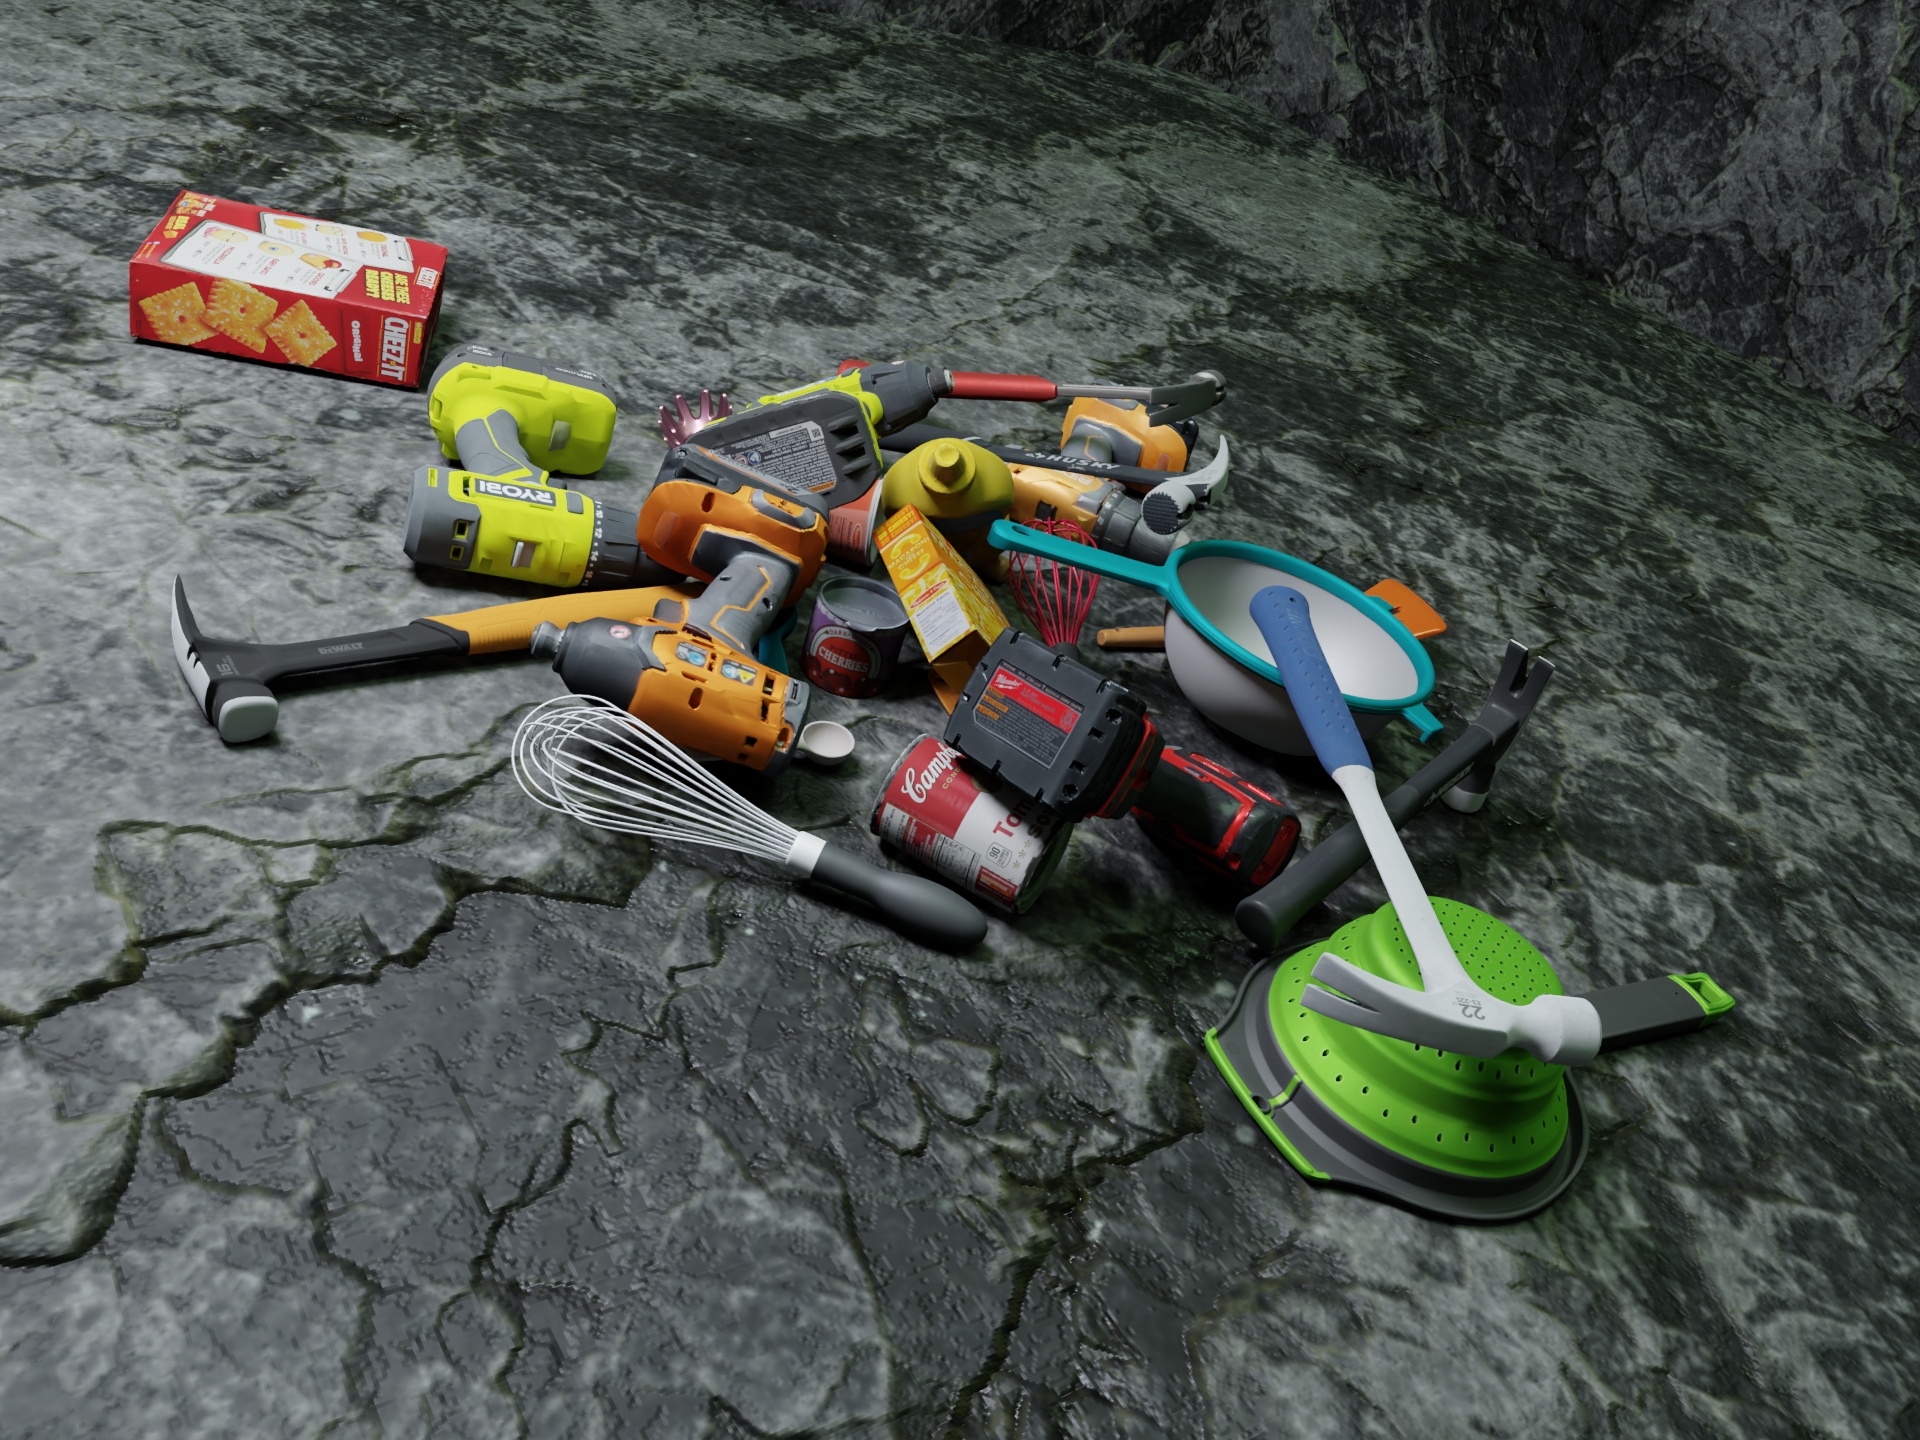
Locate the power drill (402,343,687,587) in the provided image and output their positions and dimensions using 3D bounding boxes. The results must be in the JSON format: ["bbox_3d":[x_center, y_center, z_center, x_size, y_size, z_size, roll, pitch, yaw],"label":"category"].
[{"bbox_3d":[-0.294,-0.173,1.135,0.190,0.080,0.229,8,35,-24],"label":"power drill"}]

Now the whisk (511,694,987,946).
[{"bbox_3d":[-0.115,0.060,0.885,0.284,0.070,0.070,24,32,0],"label":"whisk"}]

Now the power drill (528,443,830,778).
[{"bbox_3d":[-0.167,-0.075,0.988,0.164,0.084,0.227,20,40,-14],"label":"power drill"}]

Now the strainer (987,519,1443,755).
[{"bbox_3d":[0.171,-0.057,1.160,0.340,0.095,0.211,16,32,-8],"label":"strainer"}]

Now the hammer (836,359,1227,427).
[{"bbox_3d":[0.042,-0.290,1.394,0.359,0.036,0.149,9,21,29],"label":"hammer"}]

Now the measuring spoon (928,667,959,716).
[{"bbox_3d":[-0.002,-0.003,1.084,0.021,0.011,0.117,4,31,-23],"label":"measuring spoon"}]

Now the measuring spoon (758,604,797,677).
[{"bbox_3d":[-0.123,-0.036,1.066,0.042,0.021,0.129,-19,44,7],"label":"measuring spoon"}]

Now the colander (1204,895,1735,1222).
[{"bbox_3d":[0.332,0.159,0.916,0.397,0.094,0.205,-4,38,-31],"label":"colander"}]

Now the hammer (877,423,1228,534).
[{"bbox_3d":[0.026,-0.223,1.301,0.409,0.036,0.149,15,32,28],"label":"hammer"}]

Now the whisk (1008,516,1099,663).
[{"bbox_3d":[0.074,-0.060,1.165,0.073,0.073,0.296,11,39,-11],"label":"whisk"}]

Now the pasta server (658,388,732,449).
[{"bbox_3d":[-0.190,-0.165,1.205,0.060,0.040,0.317,-12,38,-5],"label":"pasta server"}]

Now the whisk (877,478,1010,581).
[{"bbox_3d":[-0.063,-0.181,1.293,0.245,0.047,0.051,33,32,16],"label":"whisk"}]

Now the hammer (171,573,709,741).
[{"bbox_3d":[-0.305,-0.058,0.991,0.336,0.034,0.127,-11,43,-38],"label":"hammer"}]

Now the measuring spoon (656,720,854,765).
[{"bbox_3d":[-0.126,0.020,0.983,0.124,0.018,0.034,-4,42,-20],"label":"measuring spoon"}]

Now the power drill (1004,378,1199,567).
[{"bbox_3d":[0.142,-0.212,1.411,0.185,0.084,0.226,25,37,13],"label":"power drill"}]

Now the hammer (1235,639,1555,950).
[{"bbox_3d":[0.282,0.057,1.032,0.035,0.146,0.335,37,43,26],"label":"hammer"}]

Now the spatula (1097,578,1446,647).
[{"bbox_3d":[0.251,-0.078,1.293,0.322,0.041,0.081,-3,38,-29],"label":"spatula"}]

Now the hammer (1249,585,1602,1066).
[{"bbox_3d":[0.226,0.037,0.925,0.144,0.035,0.406,9,34,-11],"label":"hammer"}]

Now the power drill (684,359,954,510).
[{"bbox_3d":[-0.101,-0.214,1.173,0.171,0.080,0.223,-13,19,16],"label":"power drill"}]

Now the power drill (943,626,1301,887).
[{"bbox_3d":[0.099,0.028,0.955,0.219,0.078,0.143,27,4,-46],"label":"power drill"}]
